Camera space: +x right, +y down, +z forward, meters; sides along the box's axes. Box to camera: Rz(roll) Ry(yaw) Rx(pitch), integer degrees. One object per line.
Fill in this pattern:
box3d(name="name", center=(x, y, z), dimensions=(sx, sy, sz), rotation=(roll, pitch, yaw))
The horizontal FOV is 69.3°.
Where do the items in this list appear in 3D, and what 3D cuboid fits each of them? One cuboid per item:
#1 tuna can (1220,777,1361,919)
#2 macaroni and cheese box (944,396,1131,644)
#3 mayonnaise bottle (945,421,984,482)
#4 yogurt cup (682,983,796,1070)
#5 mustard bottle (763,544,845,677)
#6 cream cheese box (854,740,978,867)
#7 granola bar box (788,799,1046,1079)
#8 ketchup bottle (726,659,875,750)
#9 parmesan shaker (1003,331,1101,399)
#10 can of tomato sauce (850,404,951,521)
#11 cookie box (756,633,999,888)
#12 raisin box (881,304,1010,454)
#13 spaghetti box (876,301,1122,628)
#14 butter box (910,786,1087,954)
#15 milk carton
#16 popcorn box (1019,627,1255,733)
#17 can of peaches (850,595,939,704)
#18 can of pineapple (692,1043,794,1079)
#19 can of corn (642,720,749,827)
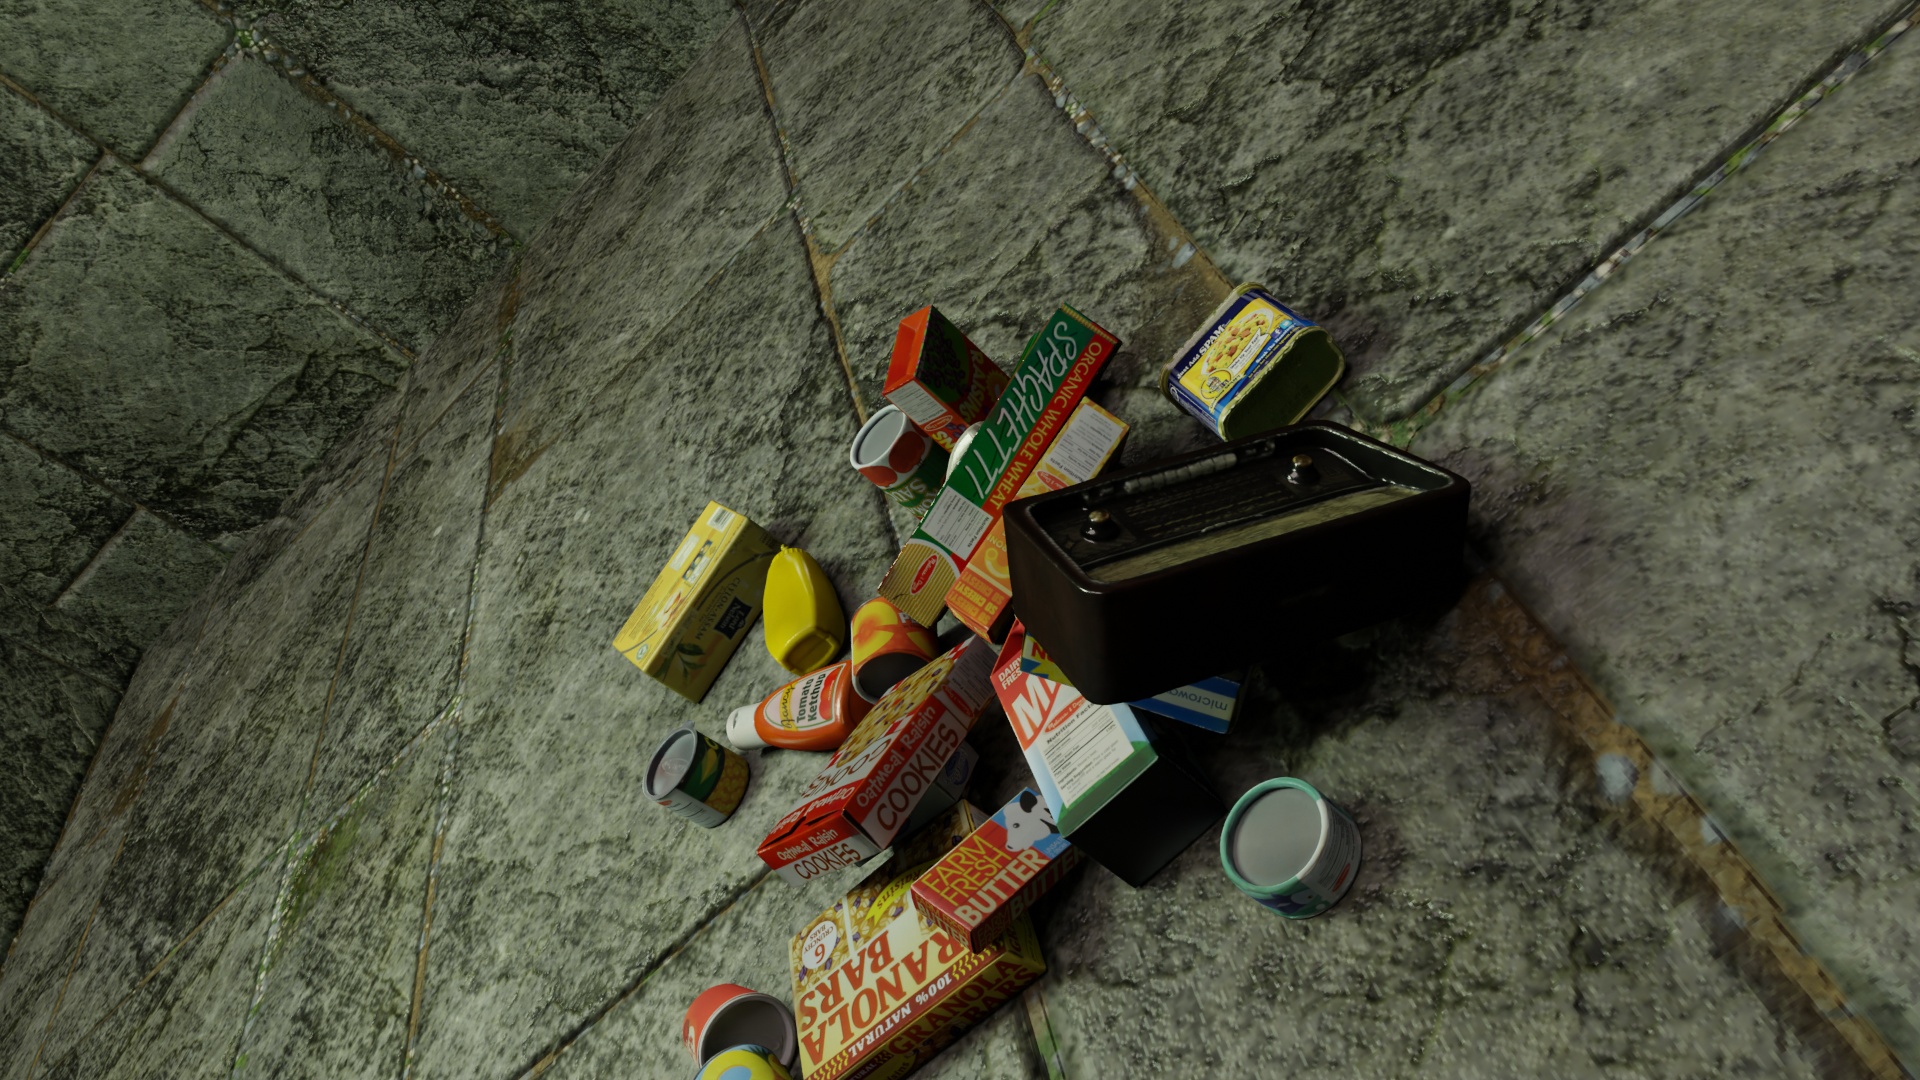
box3d(name="tuna can", center=(0.169, 0.159, 0.723), dimensions=(0.071, 0.033, 0.071), rotation=(-31, 38, 28))
box3d(name="macaroni and cheese box", center=(0.053, -0.010, 0.966), dimensions=(0.166, 0.040, 0.123), rotation=(-55, -7, -5))
box3d(name="mayonnaise bottle", center=(0.004, -0.013, 1.044), dimensions=(0.147, 0.065, 0.041), rotation=(-63, -10, 26))
box3d(name="yogurt cup", center=(-0.150, 0.328, 0.920), dimensions=(0.054, 0.072, 0.072), rotation=(-2, 56, 60))
box3d(name="mustard bottle", center=(-0.139, 0.049, 1.197), dimensions=(0.065, 0.048, 0.161), rotation=(-41, 33, 15))
box3d(name="cream cheese box", center=(-0.035, 0.176, 0.936), dimensions=(0.103, 0.024, 0.054), rotation=(-40, 9, 32))
box3d(name="granola bar box", center=(-0.034, 0.259, 0.866), dimensions=(0.165, 0.039, 0.125), rotation=(-41, 33, 15))
box3d(name="ketchup bottle", center=(-0.126, 0.138, 1.097), dimensions=(0.148, 0.043, 0.065), rotation=(-20, 49, 41))
box3d(name="parmesan shaker", center=(0.066, -0.102, 1.083), dimensions=(0.071, 0.071, 0.103), rotation=(-1, 56, 51))
box3d(name="can of tomato sauce", center=(-0.041, -0.062, 1.154), dimensions=(0.071, 0.083, 0.071), rotation=(-32, 37, 28))
box3d(name="cookie box", center=(-0.050, 0.146, 0.919), dimensions=(0.122, 0.040, 0.168), rotation=(-36, 11, 49))
box3d(name="raisin box", center=(-0.003, -0.118, 1.126), dimensions=(0.040, 0.123, 0.086), rotation=(-25, 41, 35))
box3d(name="spaghetti box", center=(0.026, -0.050, 0.981), dimensions=(0.249, 0.050, 0.029), rotation=(-57, -8, 16))
box3d(name="butter box", center=(0.024, 0.193, 0.818), dimensions=(0.053, 0.024, 0.104), rotation=(26, 46, 37))
box3d(name="milk carton", center=(0.080, 0.109, 0.847), dimensions=(0.073, 0.072, 0.191), rotation=(-43, 34, 11))
box3d(name="popcorn box", center=(0.107, 0.057, 0.804), dimensions=(0.127, 0.038, 0.085), rotation=(16, 32, 14))
box3d(name="can of peaches", center=(-0.047, 0.082, 1.034), dimensions=(0.071, 0.071, 0.058), rotation=(-35, 36, 24))
box3d(name="can of pineapple", center=(-0.128, 0.356, 0.863), dimensions=(0.071, 0.071, 0.058), rotation=(-57, 33, -8))
box3d(name="can of corn", center=(-0.215, 0.192, 1.139), dimensions=(0.071, 0.058, 0.071), rotation=(-32, 37, 28))
